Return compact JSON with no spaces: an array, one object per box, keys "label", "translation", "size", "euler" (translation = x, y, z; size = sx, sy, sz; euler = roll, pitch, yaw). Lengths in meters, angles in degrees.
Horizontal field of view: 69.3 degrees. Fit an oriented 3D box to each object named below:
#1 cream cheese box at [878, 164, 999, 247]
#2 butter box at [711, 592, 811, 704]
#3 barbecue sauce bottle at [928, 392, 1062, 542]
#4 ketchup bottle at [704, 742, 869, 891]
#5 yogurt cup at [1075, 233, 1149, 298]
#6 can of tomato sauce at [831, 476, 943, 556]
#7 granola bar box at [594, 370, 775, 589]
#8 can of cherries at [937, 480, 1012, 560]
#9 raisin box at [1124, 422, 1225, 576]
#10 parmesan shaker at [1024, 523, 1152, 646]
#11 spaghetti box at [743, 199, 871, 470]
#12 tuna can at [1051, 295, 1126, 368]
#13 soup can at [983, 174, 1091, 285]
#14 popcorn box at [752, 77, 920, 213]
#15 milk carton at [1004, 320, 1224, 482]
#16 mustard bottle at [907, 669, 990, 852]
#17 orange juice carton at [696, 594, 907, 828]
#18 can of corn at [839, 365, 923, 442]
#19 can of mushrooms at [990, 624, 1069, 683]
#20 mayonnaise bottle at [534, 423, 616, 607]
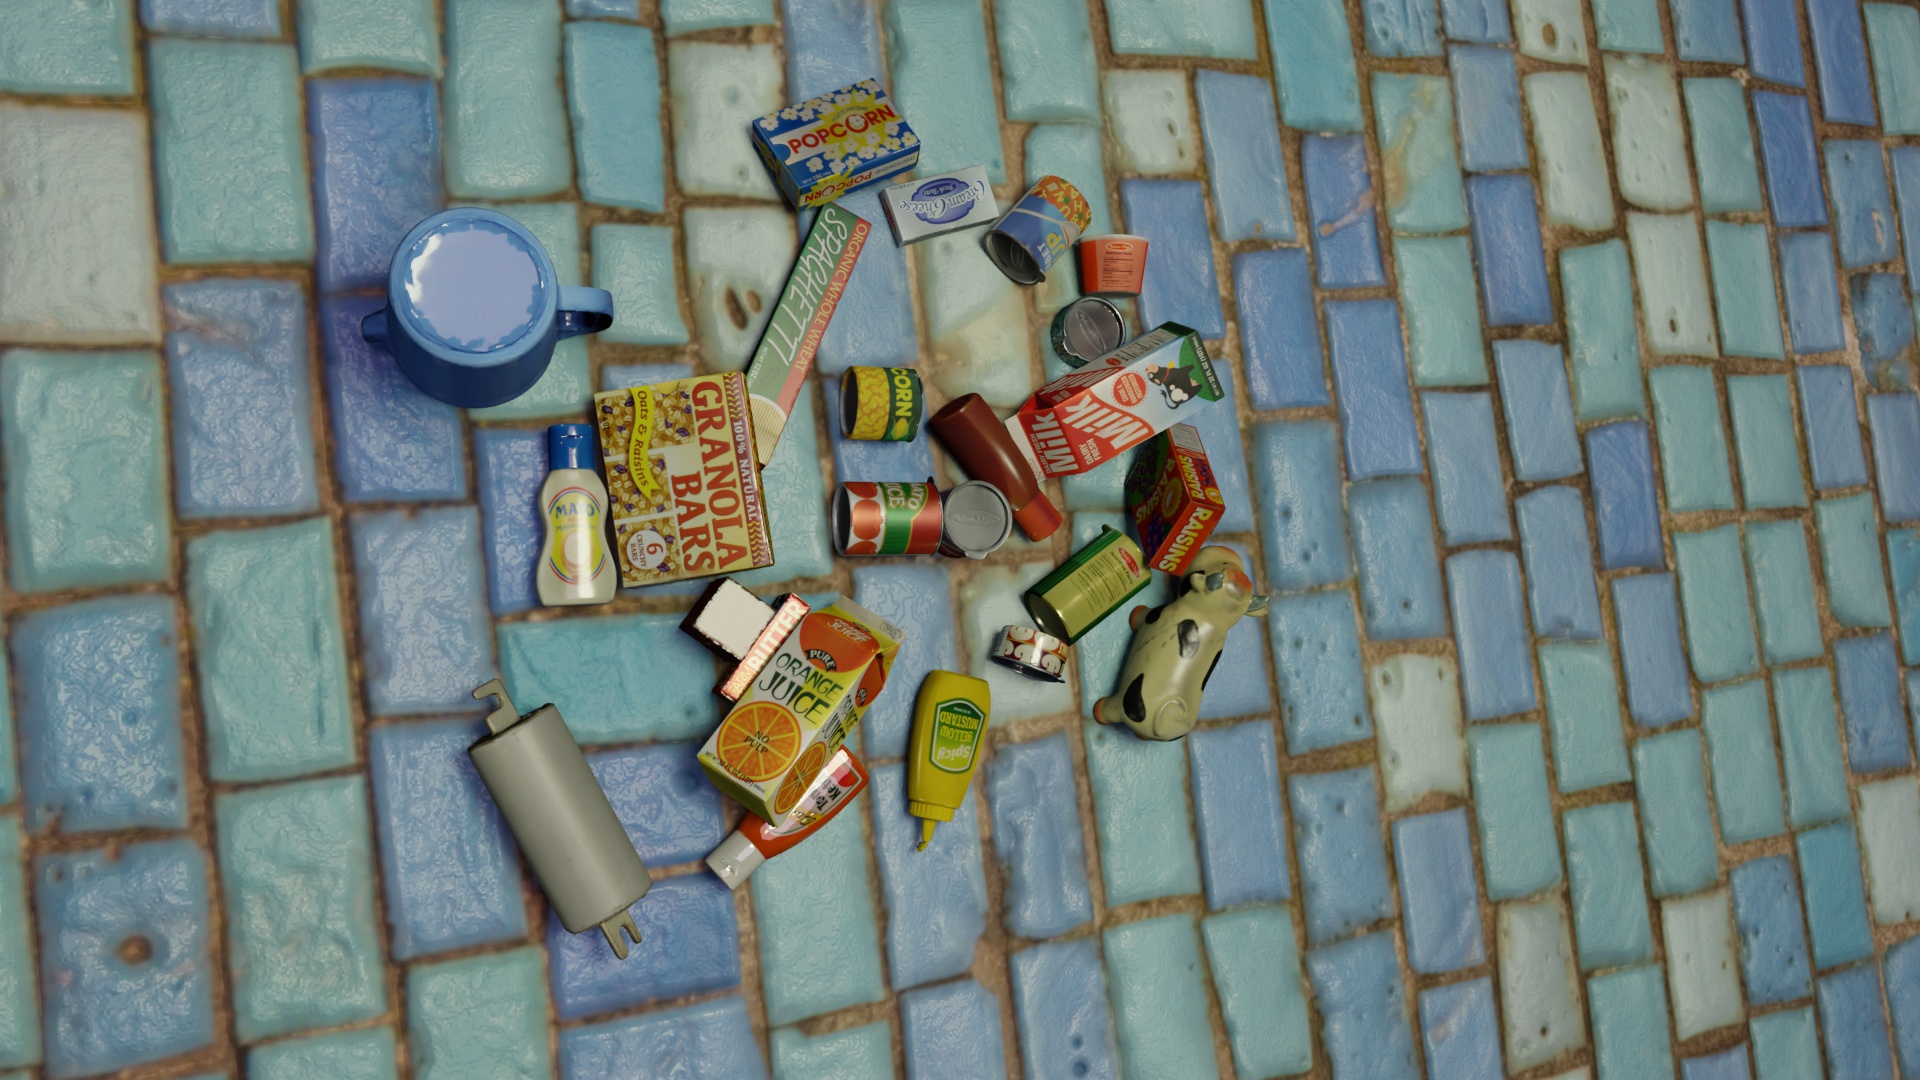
[{"label":"cream cheese box","translation":[-0.019,-0.312,1.293],"size":[0.104,0.024,0.053],"euler":[-20,93,-21]},{"label":"butter box","translation":[-0.169,0.093,1.179],"size":[0.024,0.053,0.104],"euler":[37,73,-12]},{"label":"barbecue sauce bottle","translation":[0.036,-0.064,1.270],"size":[0.148,0.064,0.044],"euler":[51,59,-15]},{"label":"ketchup bottle","translation":[-0.150,0.231,1.177],"size":[0.149,0.043,0.064],"euler":[-43,93,-19]},{"label":"yogurt cup","translation":[0.146,-0.262,1.332],"size":[0.072,0.072,0.054],"euler":[0,93,-21]},{"label":"can of tomato sauce","translation":[-0.065,-0.021,1.222],"size":[0.083,0.071,0.071],"euler":[0,85,-21]},{"label":"granola bar box","translation":[-0.229,-0.050,1.158],"size":[0.124,0.039,0.165],"euler":[-9,88,-3]},{"label":"can of cherries","translation":[0.004,-0.016,1.254],"size":[0.071,0.058,0.071],"euler":[2,84,-22]},{"label":"raisin box","translation":[0.197,-0.040,1.285],"size":[0.040,0.085,0.124],"euler":[15,37,-18]},{"label":"parmesan shaker","translation":[0.116,0.042,1.288],"size":[0.103,0.071,0.071],"euler":[-36,98,-20]},{"label":"spaghetti box","translation":[-0.147,-0.184,1.228],"size":[0.050,0.028,0.250],"euler":[26,76,-16]},{"label":"tuna can","translation":[0.120,-0.198,1.331],"size":[0.071,0.033,0.071],"euler":[2,84,-21]},{"label":"soup can","translation":[0.075,-0.290,1.304],"size":[0.071,0.071,0.084],"euler":[45,71,-12]},{"label":"popcorn box","translation":[-0.111,-0.354,1.240],"size":[0.127,0.038,0.085],"euler":[-27,73,-21]},{"label":"milk carton","translation":[0.138,-0.125,1.287],"size":[0.191,0.073,0.072],"euler":[-28,110,-4]},{"label":"mustard bottle","translation":[-0.016,0.197,1.229],"size":[0.065,0.048,0.160],"euler":[14,80,-18]},{"label":"orange juice carton","translation":[-0.127,0.134,1.158],"size":[0.072,0.072,0.193],"euler":[29,67,18]},{"label":"can of corn","translation":[-0.070,-0.122,1.229],"size":[0.058,0.071,0.071],"euler":[1,85,-20]},{"label":"can of mushrooms","translation":[0.066,0.104,1.260],"size":[0.071,0.071,0.033],"euler":[24,75,-17]},{"label":"mayonnaise bottle","translation":[-0.318,-0.020,1.139],"size":[0.065,0.041,0.148],"euler":[-2,86,-19]}]
